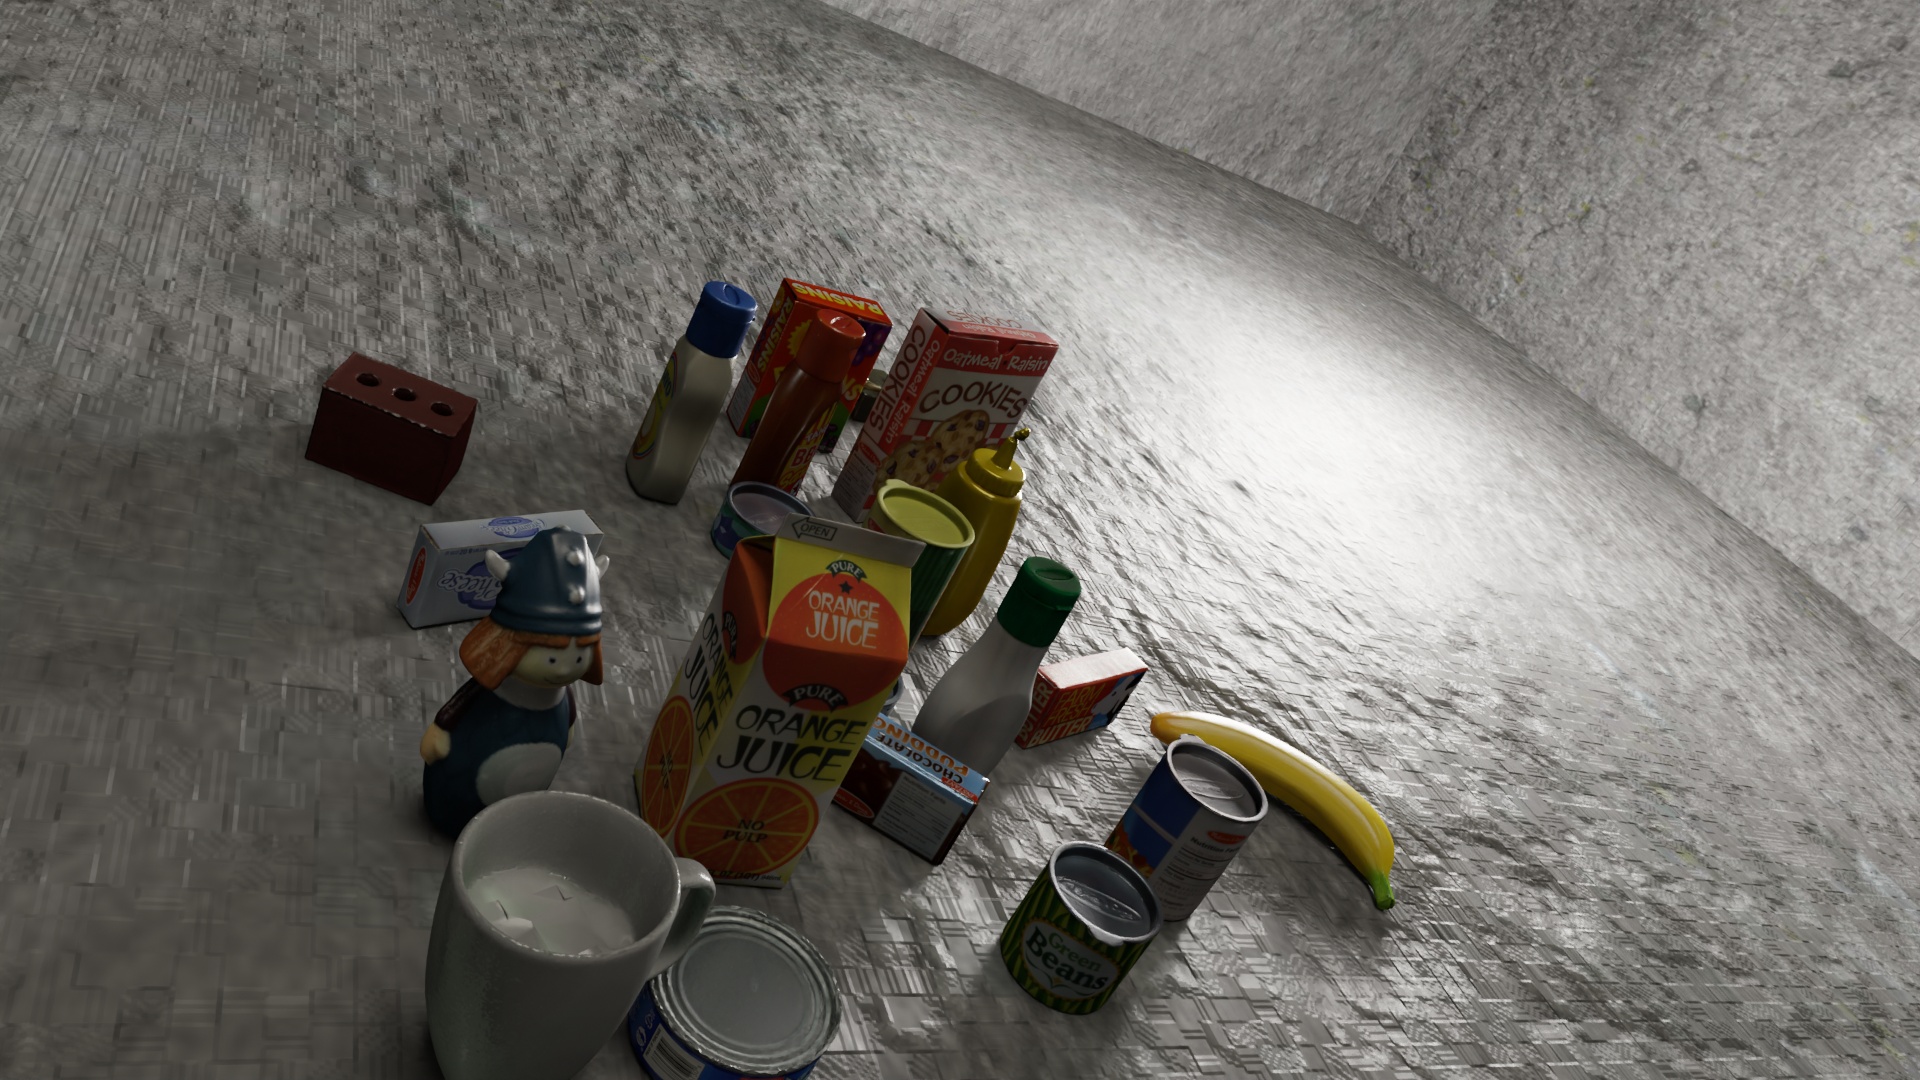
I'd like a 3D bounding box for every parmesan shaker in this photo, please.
[{"bbox_3d":[-0.044,0.023,0.882,0.071,0.102,0.071,23,26,-12],"label":"parmesan shaker"}]

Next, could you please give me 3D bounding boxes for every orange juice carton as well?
[{"bbox_3d":[-0.086,0.070,0.654,0.072,0.191,0.073,13,29,-29],"label":"orange juice carton"}]

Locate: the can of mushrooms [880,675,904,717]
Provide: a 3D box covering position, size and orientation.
[{"bbox_3d":[-0.072,0.086,0.820,0.071,0.033,0.071,23,26,-12],"label":"can of mushrooms"}]

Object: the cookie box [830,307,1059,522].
[{"bbox_3d":[-0.011,-0.091,1.048,0.123,0.166,0.040,-3,39,-47],"label":"cookie box"}]

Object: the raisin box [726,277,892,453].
[{"bbox_3d":[-0.117,-0.133,1.069,0.086,0.123,0.040,10,31,-33],"label":"raisin box"}]

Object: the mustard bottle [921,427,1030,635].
[{"bbox_3d":[0.003,-0.012,0.926,0.049,0.159,0.065,-3,40,-48],"label":"mustard bottle"}]

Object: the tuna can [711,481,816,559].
[{"bbox_3d":[-0.130,-0.006,0.931,0.071,0.032,0.071,23,26,-12],"label":"tuna can"}]

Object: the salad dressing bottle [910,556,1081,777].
[{"bbox_3d":[0.021,0.077,0.797,0.064,0.147,0.044,6,34,-39],"label":"salad dressing bottle"}]

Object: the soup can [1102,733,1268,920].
[{"bbox_3d":[0.128,0.167,0.811,0.071,0.083,0.072,23,26,-12],"label":"soup can"}]

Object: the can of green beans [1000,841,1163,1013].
[{"bbox_3d":[0.062,0.200,0.717,0.071,0.057,0.071,23,26,-12],"label":"can of green beans"}]

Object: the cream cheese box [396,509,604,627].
[{"bbox_3d":[-0.249,0.014,0.754,0.024,0.053,0.104,42,29,27],"label":"cream cheese box"}]

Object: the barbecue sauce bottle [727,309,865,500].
[{"bbox_3d":[-0.112,-0.089,0.966,0.044,0.148,0.065,32,26,7],"label":"barbecue sauce bottle"}]

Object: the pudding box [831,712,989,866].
[{"bbox_3d":[-0.033,0.132,0.755,0.084,0.049,0.030,30,26,4],"label":"pudding box"}]

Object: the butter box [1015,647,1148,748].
[{"bbox_3d":[0.076,0.103,0.913,0.104,0.053,0.024,-5,41,-49],"label":"butter box"}]

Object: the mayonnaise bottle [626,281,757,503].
[{"bbox_3d":[-0.179,-0.100,0.921,0.041,0.147,0.065,14,29,-28],"label":"mayonnaise bottle"}]
